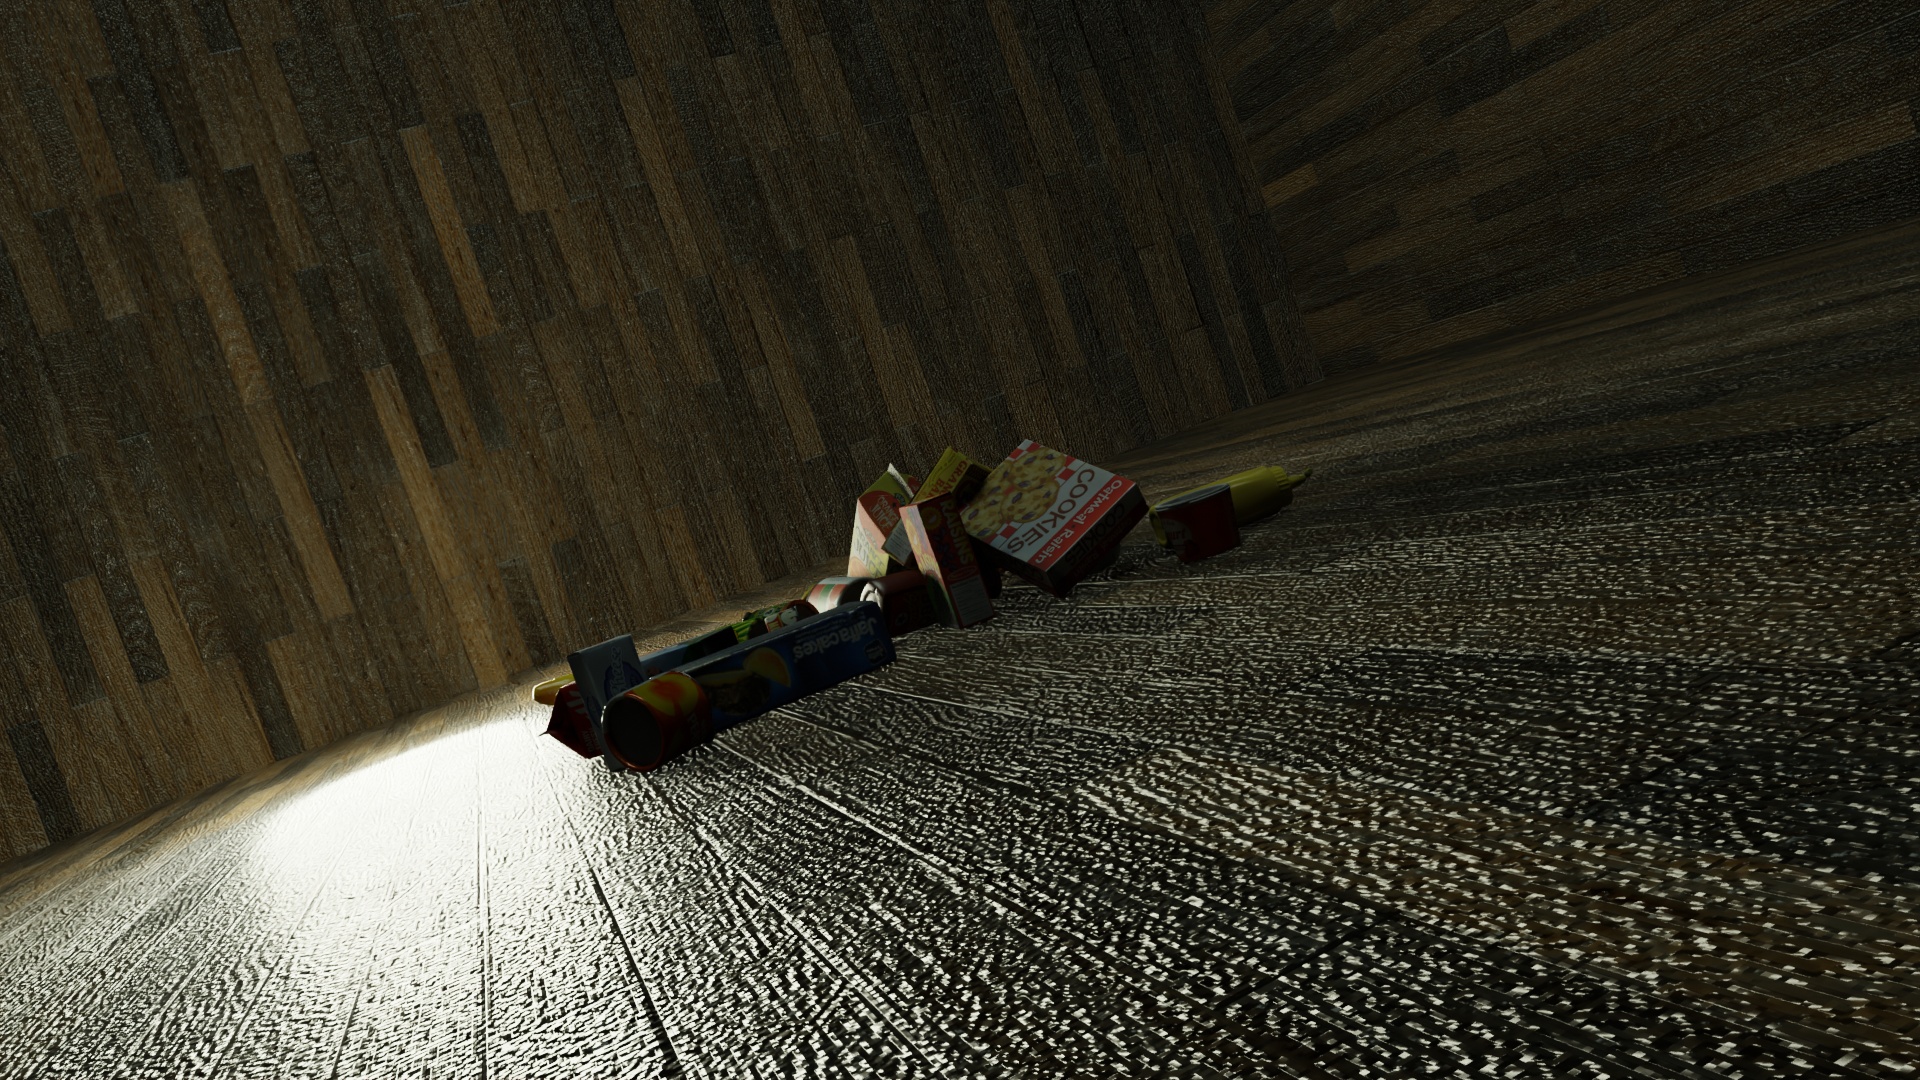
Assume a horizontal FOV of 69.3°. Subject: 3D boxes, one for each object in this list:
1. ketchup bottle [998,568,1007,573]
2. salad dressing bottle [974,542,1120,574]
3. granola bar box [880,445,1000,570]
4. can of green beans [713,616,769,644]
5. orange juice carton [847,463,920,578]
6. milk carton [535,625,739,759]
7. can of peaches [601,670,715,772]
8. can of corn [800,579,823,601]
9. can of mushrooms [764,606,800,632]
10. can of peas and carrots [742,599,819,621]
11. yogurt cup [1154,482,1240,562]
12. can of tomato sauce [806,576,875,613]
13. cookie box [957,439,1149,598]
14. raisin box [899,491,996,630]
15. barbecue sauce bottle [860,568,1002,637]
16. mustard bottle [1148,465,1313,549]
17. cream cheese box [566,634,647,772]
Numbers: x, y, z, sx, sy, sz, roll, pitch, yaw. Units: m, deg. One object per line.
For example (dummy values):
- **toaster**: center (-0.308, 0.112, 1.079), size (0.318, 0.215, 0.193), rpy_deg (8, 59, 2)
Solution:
- **ketchup bottle**: center (0.041, 0.012, 1.644), size (0.148, 0.064, 0.044), rpy_deg (-5, 8, 42)
- **salad dressing bottle**: center (0.080, 0.005, 1.362), size (0.147, 0.064, 0.044), rpy_deg (-5, 4, 21)
- **granola bar box**: center (0.005, -0.018, 1.429), size (0.124, 0.039, 0.165), rpy_deg (-56, -31, 6)
- **can of green beans**: center (-0.211, 0.113, 1.387), size (0.057, 0.071, 0.071), rpy_deg (-16, 4, 34)
- **orange juice carton**: center (-0.068, 0.003, 1.491), size (0.073, 0.072, 0.191), rpy_deg (-21, -31, -25)
- **milk carton**: center (-0.294, 0.145, 1.276), size (0.190, 0.073, 0.072), rpy_deg (-18, 3, 16)
- **can of peaches**: center (-0.237, 0.143, 1.091), size (0.071, 0.071, 0.058), rpy_deg (-17, 4, 32)
- **can of corn**: center (-0.151, 0.079, 1.564), size (0.071, 0.071, 0.058), rpy_deg (-20, 4, -6)
- **can of mushrooms**: center (-0.161, 0.099, 1.328), size (0.033, 0.071, 0.071), rpy_deg (-20, 4, -8)
- **can of peas and carrots**: center (-0.184, 0.096, 1.447), size (0.058, 0.071, 0.071), rpy_deg (-16, 5, 35)
- **yogurt cup**: center (0.209, -0.015, 1.204), size (0.072, 0.054, 0.072), rpy_deg (-19, 3, 1)
- **can of tomato sauce**: center (-0.118, 0.073, 1.479), size (0.071, 0.071, 0.083), rpy_deg (-21, 8, -28)
- **cookie box**: center (0.079, -0.023, 1.316), size (0.123, 0.040, 0.167), rpy_deg (-44, 37, -15)
- **raisin box**: center (-0.013, 0.019, 1.305), size (0.040, 0.123, 0.086), rpy_deg (-20, 3, -13)
- **barbecue sauce bottle**: center (-0.027, 0.055, 1.380), size (0.149, 0.064, 0.044), rpy_deg (-13, 40, -35)
- **mustard bottle**: center (0.260, -0.037, 1.309), size (0.160, 0.048, 0.065), rpy_deg (-19, 4, -3)
- **cream cheese box**: center (-0.281, 0.133, 1.146), size (0.024, 0.103, 0.053), rpy_deg (-19, 1, 41)
